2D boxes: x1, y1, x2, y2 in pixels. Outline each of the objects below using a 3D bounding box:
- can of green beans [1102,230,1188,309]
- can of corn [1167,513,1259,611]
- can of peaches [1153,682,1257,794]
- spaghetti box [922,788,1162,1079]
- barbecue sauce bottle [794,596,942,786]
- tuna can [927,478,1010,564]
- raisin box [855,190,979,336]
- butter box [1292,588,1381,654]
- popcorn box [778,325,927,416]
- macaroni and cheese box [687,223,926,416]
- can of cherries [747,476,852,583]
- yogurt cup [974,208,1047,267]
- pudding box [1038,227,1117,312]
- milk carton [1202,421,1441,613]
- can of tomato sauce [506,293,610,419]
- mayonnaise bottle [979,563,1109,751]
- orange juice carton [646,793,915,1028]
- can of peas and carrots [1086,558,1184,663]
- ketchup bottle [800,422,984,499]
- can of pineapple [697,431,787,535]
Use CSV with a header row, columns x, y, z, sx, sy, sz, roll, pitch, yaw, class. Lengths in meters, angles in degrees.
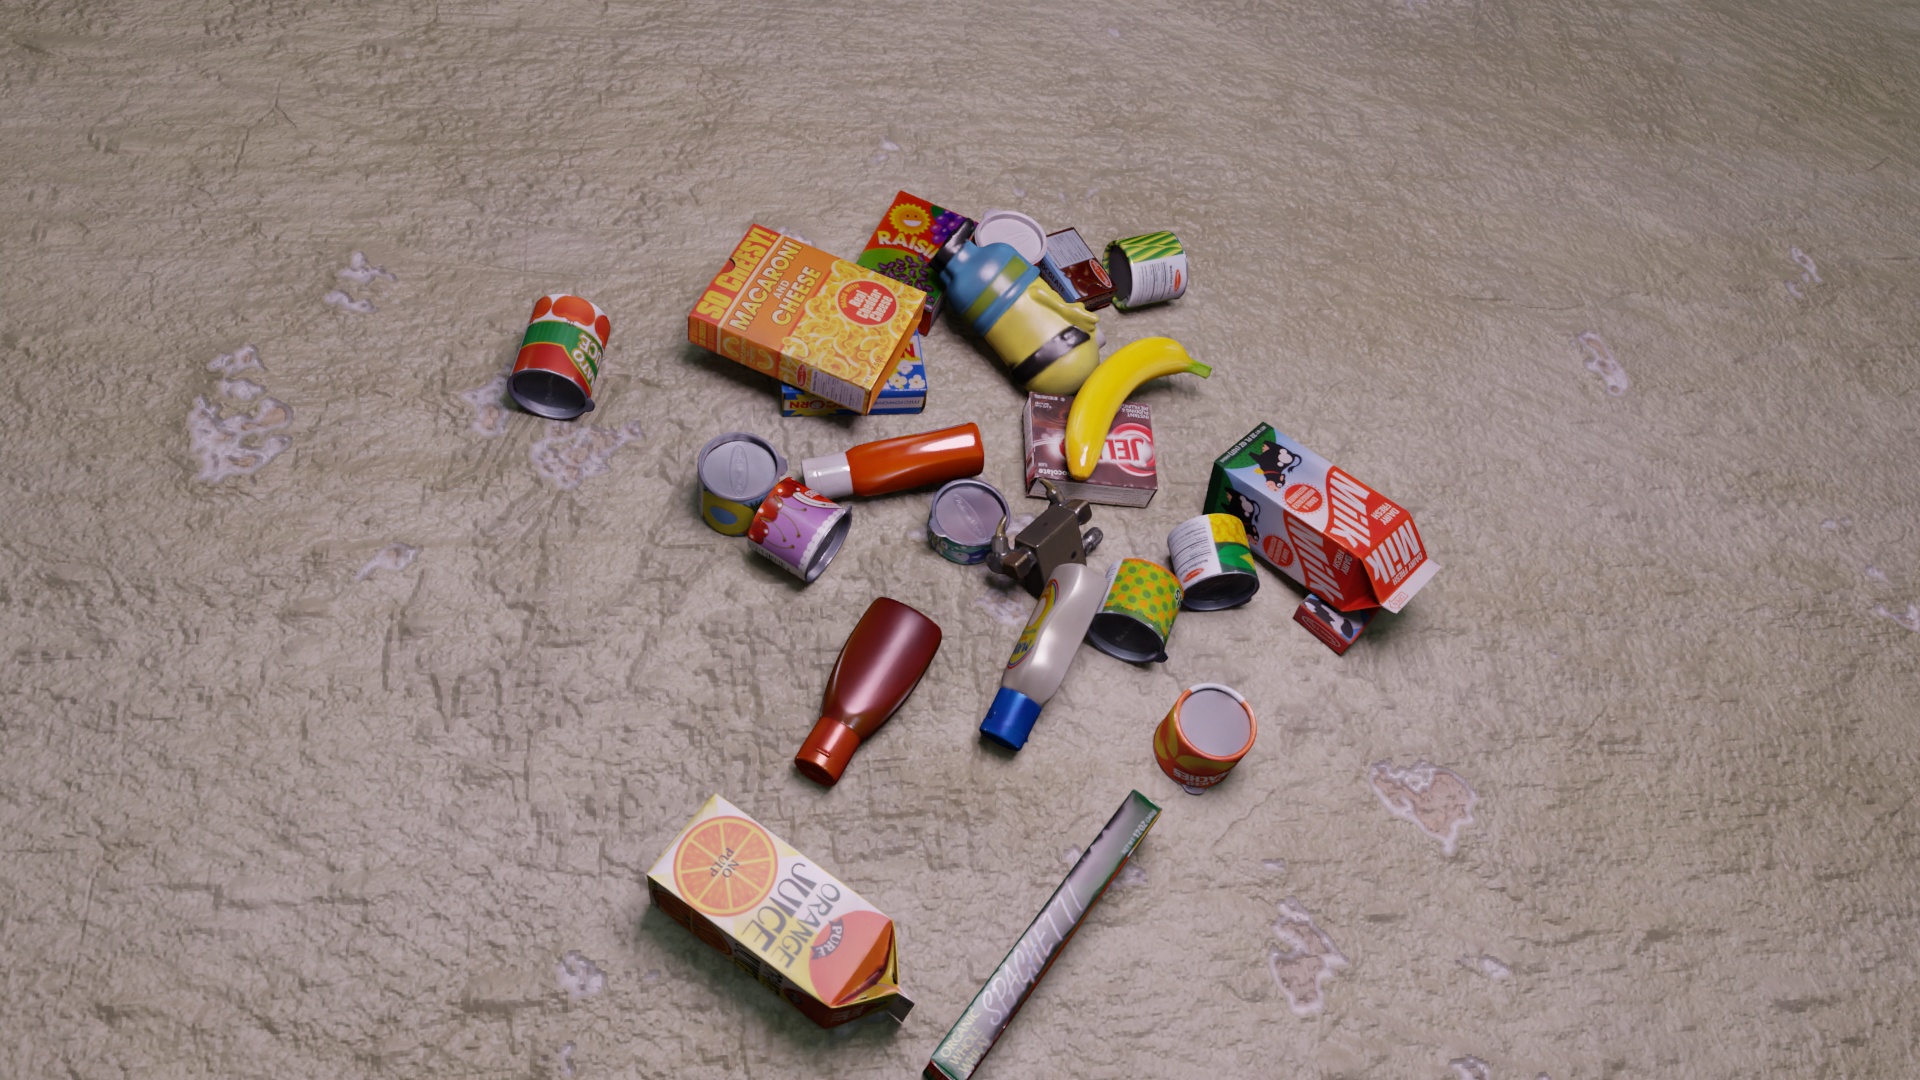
x,y,z,sx,sy,sz,roll,pitch,yaw,class
0.174,-0.255,1.312,0.058,0.071,0.071,-14,63,-18,can of green beans
0.211,0.019,1.154,0.071,0.070,0.058,-2,59,-12,can of corn
0.189,0.153,1.072,0.071,0.057,0.071,5,58,-8,can of peaches
0.060,0.279,0.975,0.029,0.050,0.251,36,59,13,spaghetti box
-0.073,0.115,1.053,0.065,0.043,0.149,28,59,6,barbecue sauce bottle
0.004,-0.014,1.153,0.071,0.032,0.071,5,58,-8,tuna can
-0.044,-0.258,1.289,0.086,0.040,0.124,23,59,4,raisin box
0.335,0.045,1.185,0.053,0.024,0.104,41,60,15,butter box
-0.097,-0.154,1.215,0.127,0.038,0.085,-3,60,-12,popcorn box
-0.129,-0.191,1.184,0.166,0.040,0.124,23,56,4,macaroni and cheese box
-0.127,-0.011,1.105,0.058,0.071,0.072,31,59,9,can of cherries
0.043,-0.266,1.300,0.072,0.053,0.073,5,59,-8,yogurt cup
0.105,-0.255,1.320,0.050,0.030,0.084,-22,66,-23,pudding box
0.302,-0.011,1.161,0.191,0.073,0.072,37,58,27,milk carton
-0.330,-0.153,1.153,0.071,0.070,0.083,9,57,-5,can of tomato sauce
0.063,0.090,1.076,0.041,0.064,0.148,32,73,-12,mayonnaise bottle
-0.113,0.262,0.939,0.193,0.071,0.073,33,60,10,orange juice carton
0.143,0.057,1.116,0.071,0.070,0.059,24,57,4,can of peas and carrots
-0.057,-0.063,1.156,0.149,0.064,0.043,-12,79,-8,ketchup bottle
-0.177,-0.045,1.122,0.071,0.057,0.071,5,59,-8,can of pineapple
